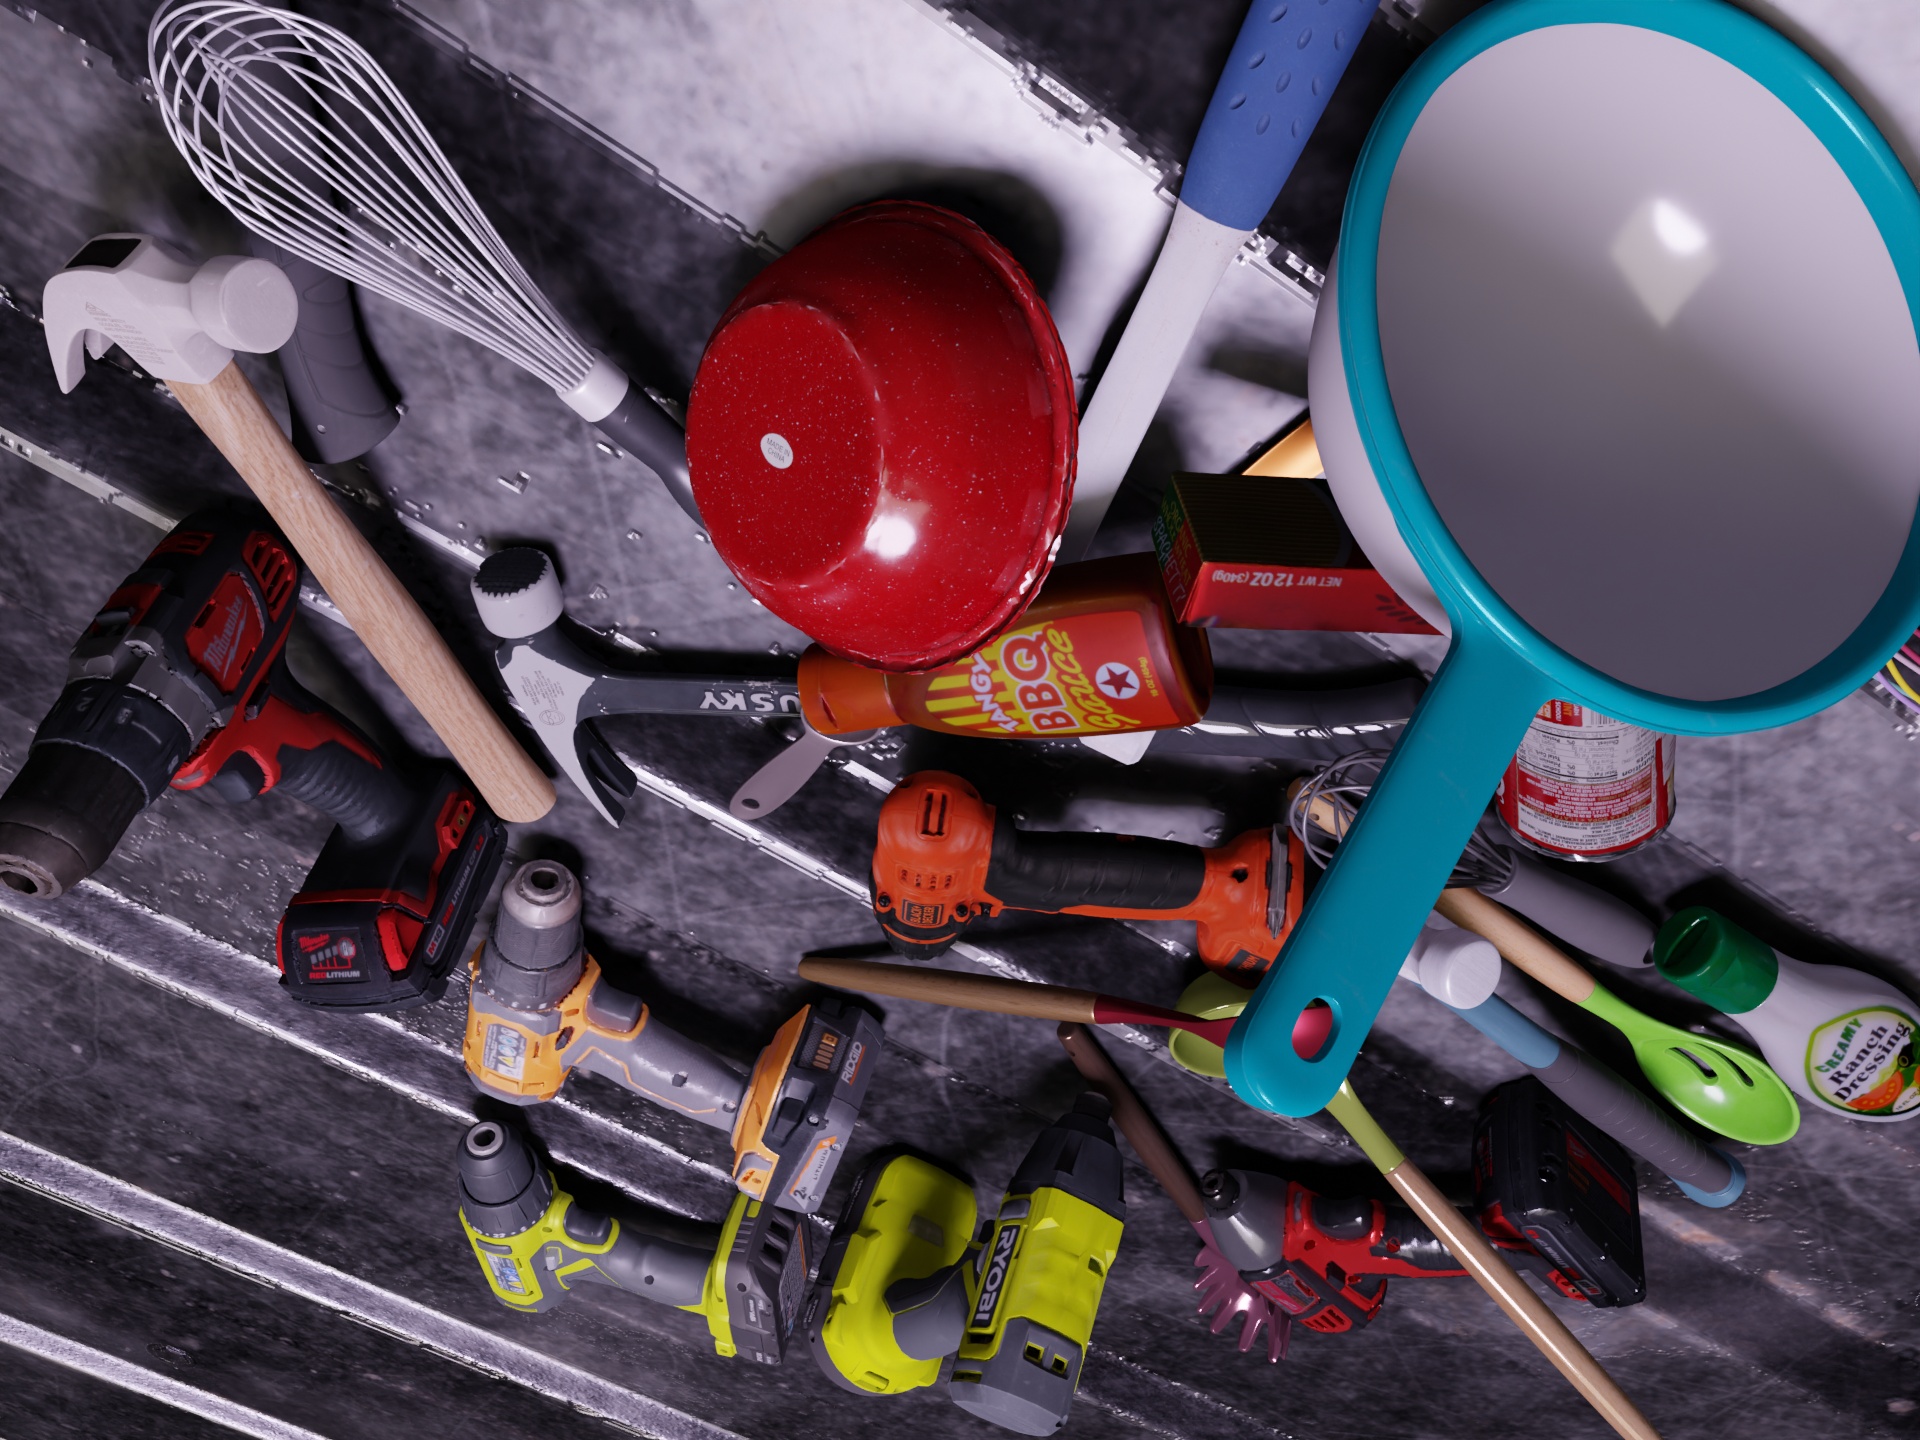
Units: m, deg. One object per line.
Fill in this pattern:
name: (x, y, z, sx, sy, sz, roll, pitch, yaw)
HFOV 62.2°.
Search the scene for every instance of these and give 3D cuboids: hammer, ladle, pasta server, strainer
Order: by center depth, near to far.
strainer: (0.148, -0.044, 0.451, 0.211, 0.340, 0.095, 36, 165, -12)
hammer: (0.071, -0.154, 0.504, 0.144, 0.035, 0.405, 26, 131, 0)
hammer: (-0.240, -0.226, 0.528, 0.146, 0.035, 0.334, 11, 136, 2)
hammer: (-0.254, -0.060, 0.663, 0.130, 0.031, 0.331, 13, 147, 24)
hammer: (-0.001, -0.002, 0.690, 0.409, 0.036, 0.149, 3, 135, 10)
hammer: (0.277, 0.159, 0.746, 0.330, 0.033, 0.128, 35, 176, -30)
ladle: (0.045, 0.135, 0.771, 0.315, 0.031, 0.069, 1, 168, 34)
ladle: (0.226, 0.244, 0.776, 0.320, 0.062, 0.078, 48, 133, 5)
pasta server: (0.126, 0.281, 0.935, 0.060, 0.040, 0.316, 4, 138, 43)

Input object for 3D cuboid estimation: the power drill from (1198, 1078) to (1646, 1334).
power drill: (0.245, 0.274, 0.876, 0.219, 0.079, 0.143, -26, 123, 36)

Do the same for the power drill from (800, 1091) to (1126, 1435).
power drill: (0.006, 0.300, 0.891, 0.080, 0.171, 0.223, 32, 148, -18)

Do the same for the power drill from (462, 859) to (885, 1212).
power drill: (-0.160, 0.169, 0.869, 0.226, 0.084, 0.185, 21, 134, 0)

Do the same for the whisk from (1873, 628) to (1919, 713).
whisk: (0.411, 0.014, 0.601, 0.244, 0.047, 0.051, 33, 131, -22)

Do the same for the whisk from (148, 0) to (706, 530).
whisk: (-0.152, -0.136, 0.554, 0.070, 0.070, 0.284, -19, 141, 29)

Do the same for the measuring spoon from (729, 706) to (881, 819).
measuring spoon: (-0.071, 0.013, 0.691, 0.034, 0.018, 0.124, 26, 142, -20)

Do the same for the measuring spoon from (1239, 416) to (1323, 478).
measuring spoon: (0.120, -0.096, 0.588, 0.021, 0.011, 0.117, 39, 127, -22)

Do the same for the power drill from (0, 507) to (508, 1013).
power drill: (-0.311, 0.044, 0.706, 0.080, 0.188, 0.226, -5, 136, 19)

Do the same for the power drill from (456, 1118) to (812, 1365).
power drill: (-0.221, 0.341, 1.053, 0.228, 0.080, 0.190, 9, 136, 8)

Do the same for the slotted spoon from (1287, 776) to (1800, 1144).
slotted spoon: (0.273, 0.112, 0.739, 0.313, 0.031, 0.070, 33, 152, -16)

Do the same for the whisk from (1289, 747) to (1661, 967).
whisk: (0.225, 0.066, 0.669, 0.238, 0.055, 0.055, 24, 136, -31)
